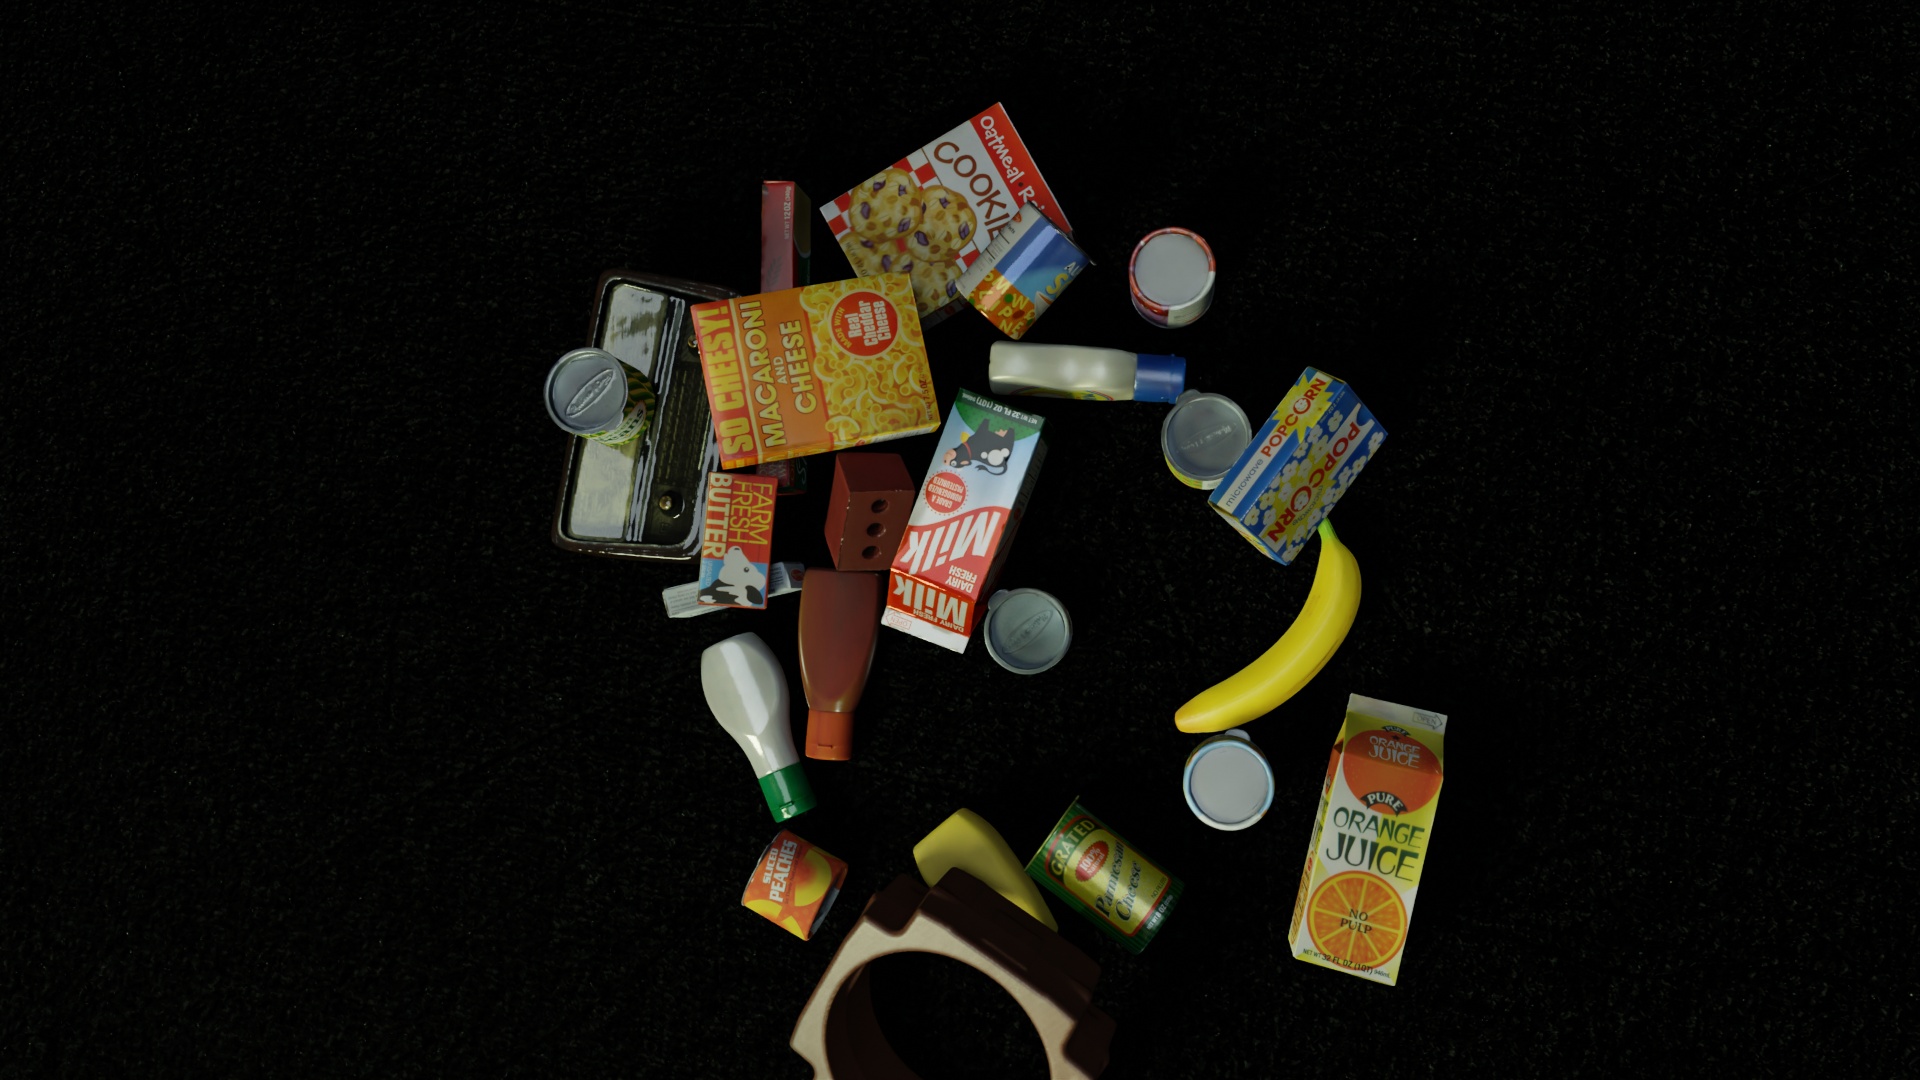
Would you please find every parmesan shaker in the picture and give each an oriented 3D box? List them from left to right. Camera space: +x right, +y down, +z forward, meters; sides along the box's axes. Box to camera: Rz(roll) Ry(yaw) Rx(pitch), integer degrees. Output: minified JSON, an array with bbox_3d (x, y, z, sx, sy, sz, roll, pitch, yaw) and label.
[{"bbox_3d":[0.109,0.248,1.035,0.103,0.071,0.071,35,92,10],"label":"parmesan shaker"}]

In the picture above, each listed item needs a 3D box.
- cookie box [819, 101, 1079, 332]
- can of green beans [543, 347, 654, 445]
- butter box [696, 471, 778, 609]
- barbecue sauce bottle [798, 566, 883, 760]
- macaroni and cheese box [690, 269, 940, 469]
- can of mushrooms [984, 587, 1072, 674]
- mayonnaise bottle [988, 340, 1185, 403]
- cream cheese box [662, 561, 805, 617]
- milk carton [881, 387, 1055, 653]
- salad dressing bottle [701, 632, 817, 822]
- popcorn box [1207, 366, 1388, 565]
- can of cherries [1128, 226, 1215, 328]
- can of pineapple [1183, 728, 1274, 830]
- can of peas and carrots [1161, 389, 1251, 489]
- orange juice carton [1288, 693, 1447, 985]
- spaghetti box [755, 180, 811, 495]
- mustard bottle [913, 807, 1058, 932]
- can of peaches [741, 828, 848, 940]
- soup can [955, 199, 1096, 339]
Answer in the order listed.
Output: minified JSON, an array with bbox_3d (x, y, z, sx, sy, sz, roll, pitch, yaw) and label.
[{"bbox_3d":[-0.009,-0.252,1.109,0.167,0.040,0.123,-29,82,7],"label":"cookie box"},{"bbox_3d":[-0.273,-0.108,1.057,0.071,0.058,0.071,-1,84,9],"label":"can of green beans"},{"bbox_3d":[-0.170,0.000,1.059,0.053,0.024,0.103,5,87,-10],"label":"butter box"},{"bbox_3d":[-0.098,0.096,1.093,0.065,0.043,0.148,4,87,6],"label":"barbecue sauce bottle"},{"bbox_3d":[-0.110,-0.129,1.054,0.167,0.040,0.123,-11,85,-9],"label":"macaroni and cheese box"},{"bbox_3d":[0.052,0.068,1.075,0.071,0.033,0.071,-1,86,10],"label":"can of mushrooms"},{"bbox_3d":[0.098,-0.128,1.071,0.148,0.065,0.041,5,88,6],"label":"mayonnaise bottle"},{"bbox_3d":[-0.179,0.039,1.106,0.104,0.053,0.024,-14,85,8],"label":"cream cheese box"},{"bbox_3d":[0.004,-0.013,1.070,0.072,0.073,0.190,20,89,10],"label":"milk carton"},{"bbox_3d":[-0.157,0.148,1.099,0.064,0.044,0.147,-24,83,6],"label":"salad dressing bottle"},{"bbox_3d":[0.249,-0.053,1.025,0.126,0.085,0.038,-53,45,2],"label":"popcorn box"},{"bbox_3d":[0.161,-0.203,1.067,0.071,0.058,0.071,-1,86,9],"label":"can of cherries"},{"bbox_3d":[0.198,0.177,1.029,0.071,0.058,0.071,-1,85,10],"label":"can of pineapple"},{"bbox_3d":[0.185,-0.076,1.053,0.071,0.058,0.071,-1,84,10],"label":"can of peas and carrots"},{"bbox_3d":[0.295,0.211,1.003,0.072,0.073,0.192,14,87,10],"label":"orange juice carton"},{"bbox_3d":[-0.142,-0.161,1.118,0.029,0.050,0.250,0,85,11],"label":"spaghetti box"},{"bbox_3d":[0.033,0.280,1.053,0.065,0.049,0.160,-40,81,8],"label":"mustard bottle"},{"bbox_3d":[-0.127,0.264,1.069,0.058,0.071,0.071,27,90,9],"label":"can of peaches"},{"bbox_3d":[0.049,-0.201,1.047,0.071,0.071,0.083,45,103,10],"label":"soup can"}]
